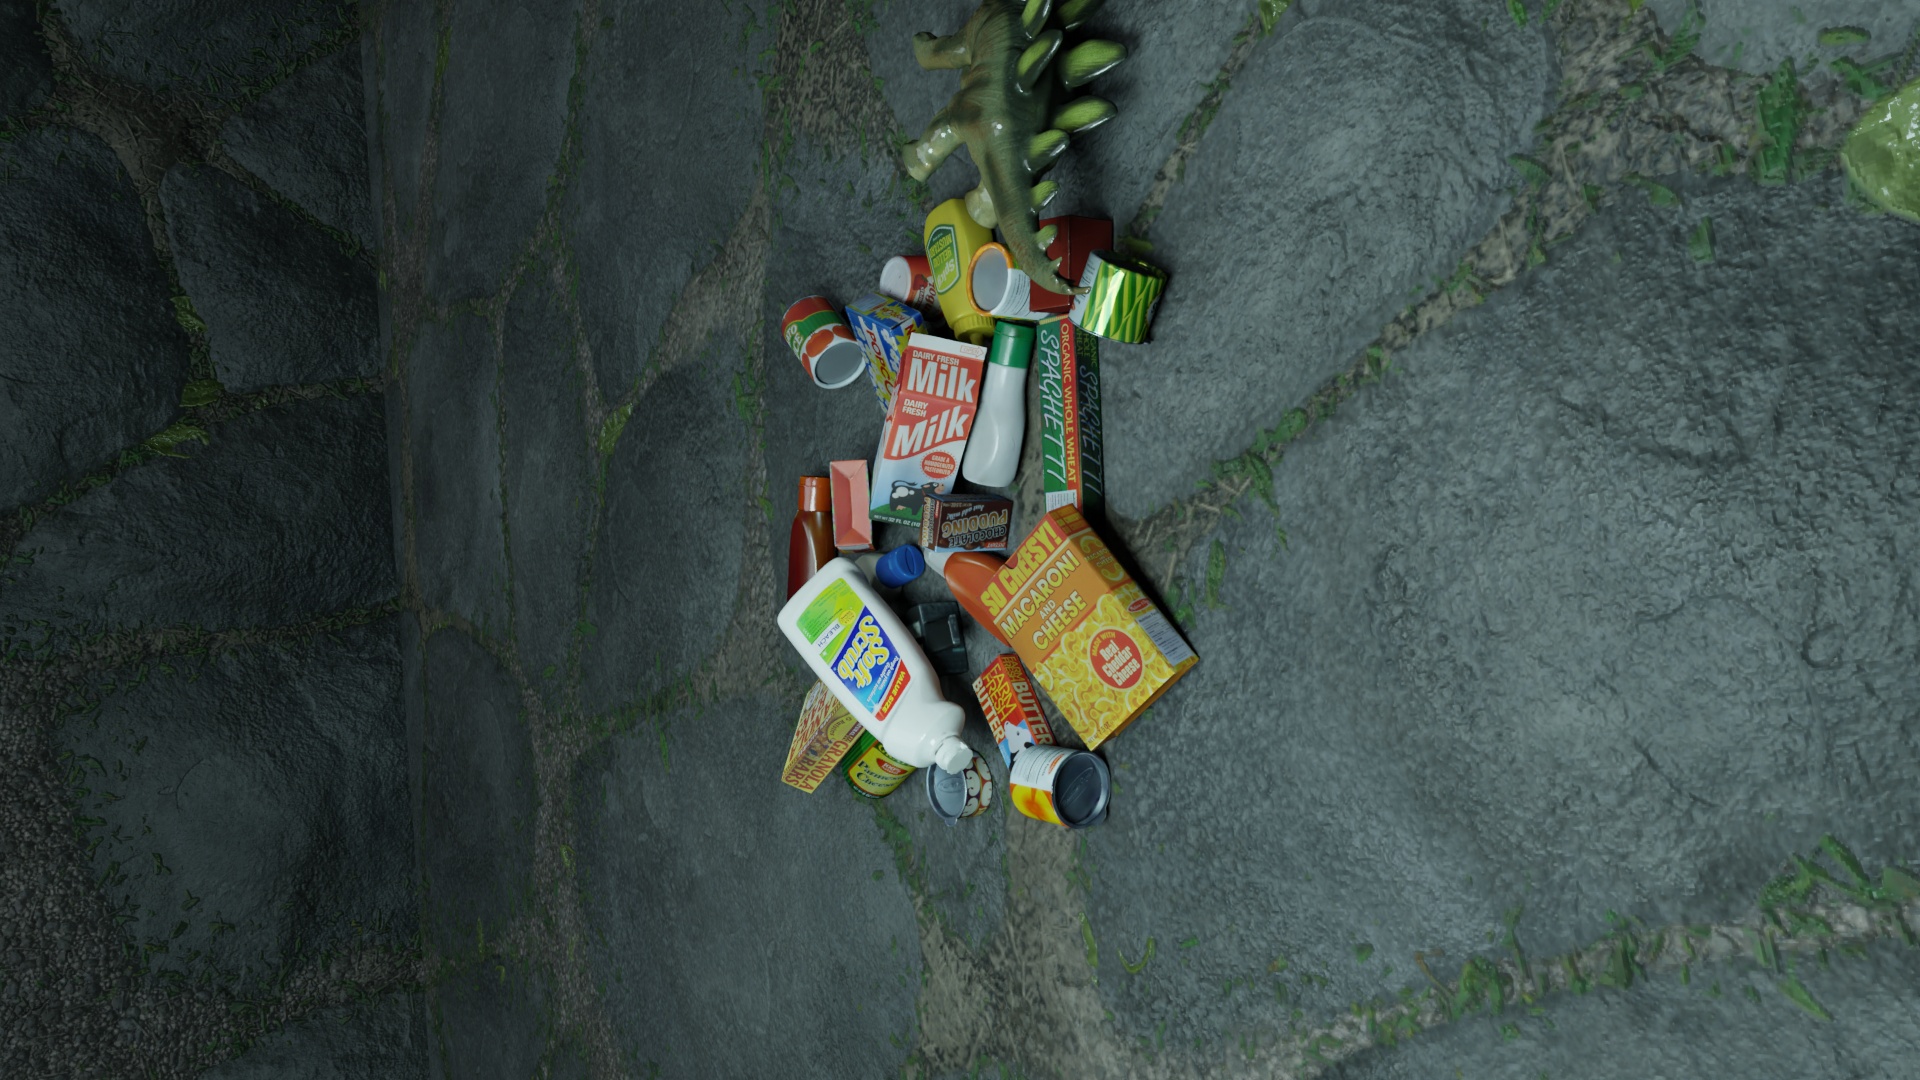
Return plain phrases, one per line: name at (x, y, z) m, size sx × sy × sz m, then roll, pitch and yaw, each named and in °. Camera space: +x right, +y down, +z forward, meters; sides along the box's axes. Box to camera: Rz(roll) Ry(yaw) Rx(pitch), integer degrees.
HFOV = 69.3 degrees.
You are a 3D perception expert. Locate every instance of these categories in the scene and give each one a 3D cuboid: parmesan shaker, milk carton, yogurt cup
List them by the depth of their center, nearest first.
milk carton at (-0.032, -0.106, 1.288) m, size 0.074 × 0.072 × 0.189 m, roll -90°, pitch 13°, yaw -51°
yogurt cup at (-0.043, -0.248, 1.359) m, size 0.072 × 0.054 × 0.072 m, roll 0°, pitch 90°, yaw 53°
parmesan shaker at (-0.067, 0.210, 1.390) m, size 0.102 × 0.071 × 0.071 m, roll -50°, pitch 52°, yaw 44°

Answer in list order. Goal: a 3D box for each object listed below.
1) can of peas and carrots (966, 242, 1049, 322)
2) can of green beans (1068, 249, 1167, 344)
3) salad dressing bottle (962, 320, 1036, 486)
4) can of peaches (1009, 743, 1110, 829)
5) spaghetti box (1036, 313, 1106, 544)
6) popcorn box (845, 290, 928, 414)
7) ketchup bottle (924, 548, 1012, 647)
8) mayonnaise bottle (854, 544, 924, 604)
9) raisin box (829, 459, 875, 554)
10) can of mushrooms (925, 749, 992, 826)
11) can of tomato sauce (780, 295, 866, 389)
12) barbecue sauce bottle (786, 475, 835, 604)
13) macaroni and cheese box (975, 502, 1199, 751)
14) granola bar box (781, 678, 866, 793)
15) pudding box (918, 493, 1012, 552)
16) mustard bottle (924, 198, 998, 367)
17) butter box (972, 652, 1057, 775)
can of peas and carrots at (0.045, -0.231, 1.238) m, size 0.071 × 0.059 × 0.071 m, roll 1°, pitch 91°, yaw 53°
can of green beans at (0.127, -0.197, 1.123) m, size 0.071 × 0.071 × 0.057 m, roll 42°, pitch 123°, yaw 44°
salad dressing bottle at (0.037, -0.124, 1.264) m, size 0.064 × 0.044 × 0.147 m, roll 35°, pitch 117°, yaw 60°
can of peaches at (0.086, 0.211, 1.186) m, size 0.058 × 0.071 × 0.071 m, roll -1°, pitch 90°, yaw 53°
spaghetti box at (0.096, -0.070, 1.197) m, size 0.050 × 0.029 × 0.250 m, roll -5°, pitch 87°, yaw 52°
popcorn box at (-0.058, -0.170, 1.344) m, size 0.085 × 0.038 × 0.126 m, roll 34°, pitch 151°, yaw 48°
ketchup bottle at (0.019, 0.039, 1.289) m, size 0.149 × 0.044 × 0.064 m, roll 37°, pitch 127°, yaw 47°
mayonnaise bottle at (-0.092, 0.044, 1.441) m, size 0.147 × 0.041 × 0.065 m, roll -29°, pitch 68°, yaw 49°
raisin box at (-0.109, -0.032, 1.413) m, size 0.123 × 0.040 × 0.086 m, roll 107°, pitch 158°, yaw -86°
can of mushrooms at (-0.002, 0.236, 1.328) m, size 0.071 × 0.033 × 0.071 m, roll 1°, pitch 91°, yaw 53°
can of tomato sauce at (-0.148, -0.211, 1.487) m, size 0.083 × 0.071 × 0.070 m, roll 54°, pitch 131°, yaw 37°
barbecue sauce bottle at (-0.163, 0.003, 1.532) m, size 0.065 × 0.044 × 0.148 m, roll 8°, pitch 97°, yaw 53°
macaroni and cheese box at (0.100, 0.071, 1.147) m, size 0.167 × 0.040 × 0.123 m, roll 52°, pitch 131°, yaw 16°
granola bar box at (-0.122, 0.167, 1.435) m, size 0.164 × 0.039 × 0.125 m, roll -52°, pitch 17°, yaw 40°
pudding box at (0.005, -0.016, 1.274) m, size 0.030 × 0.084 × 0.049 m, roll 23°, pitch 109°, yaw 51°
mustard bottle at (0.007, -0.238, 1.297) m, size 0.065 × 0.049 × 0.160 m, roll -29°, pitch 68°, yaw 51°
butter box at (0.049, 0.159, 1.267) m, size 0.053 × 0.024 × 0.104 m, roll -51°, pitch 52°, yaw 41°
